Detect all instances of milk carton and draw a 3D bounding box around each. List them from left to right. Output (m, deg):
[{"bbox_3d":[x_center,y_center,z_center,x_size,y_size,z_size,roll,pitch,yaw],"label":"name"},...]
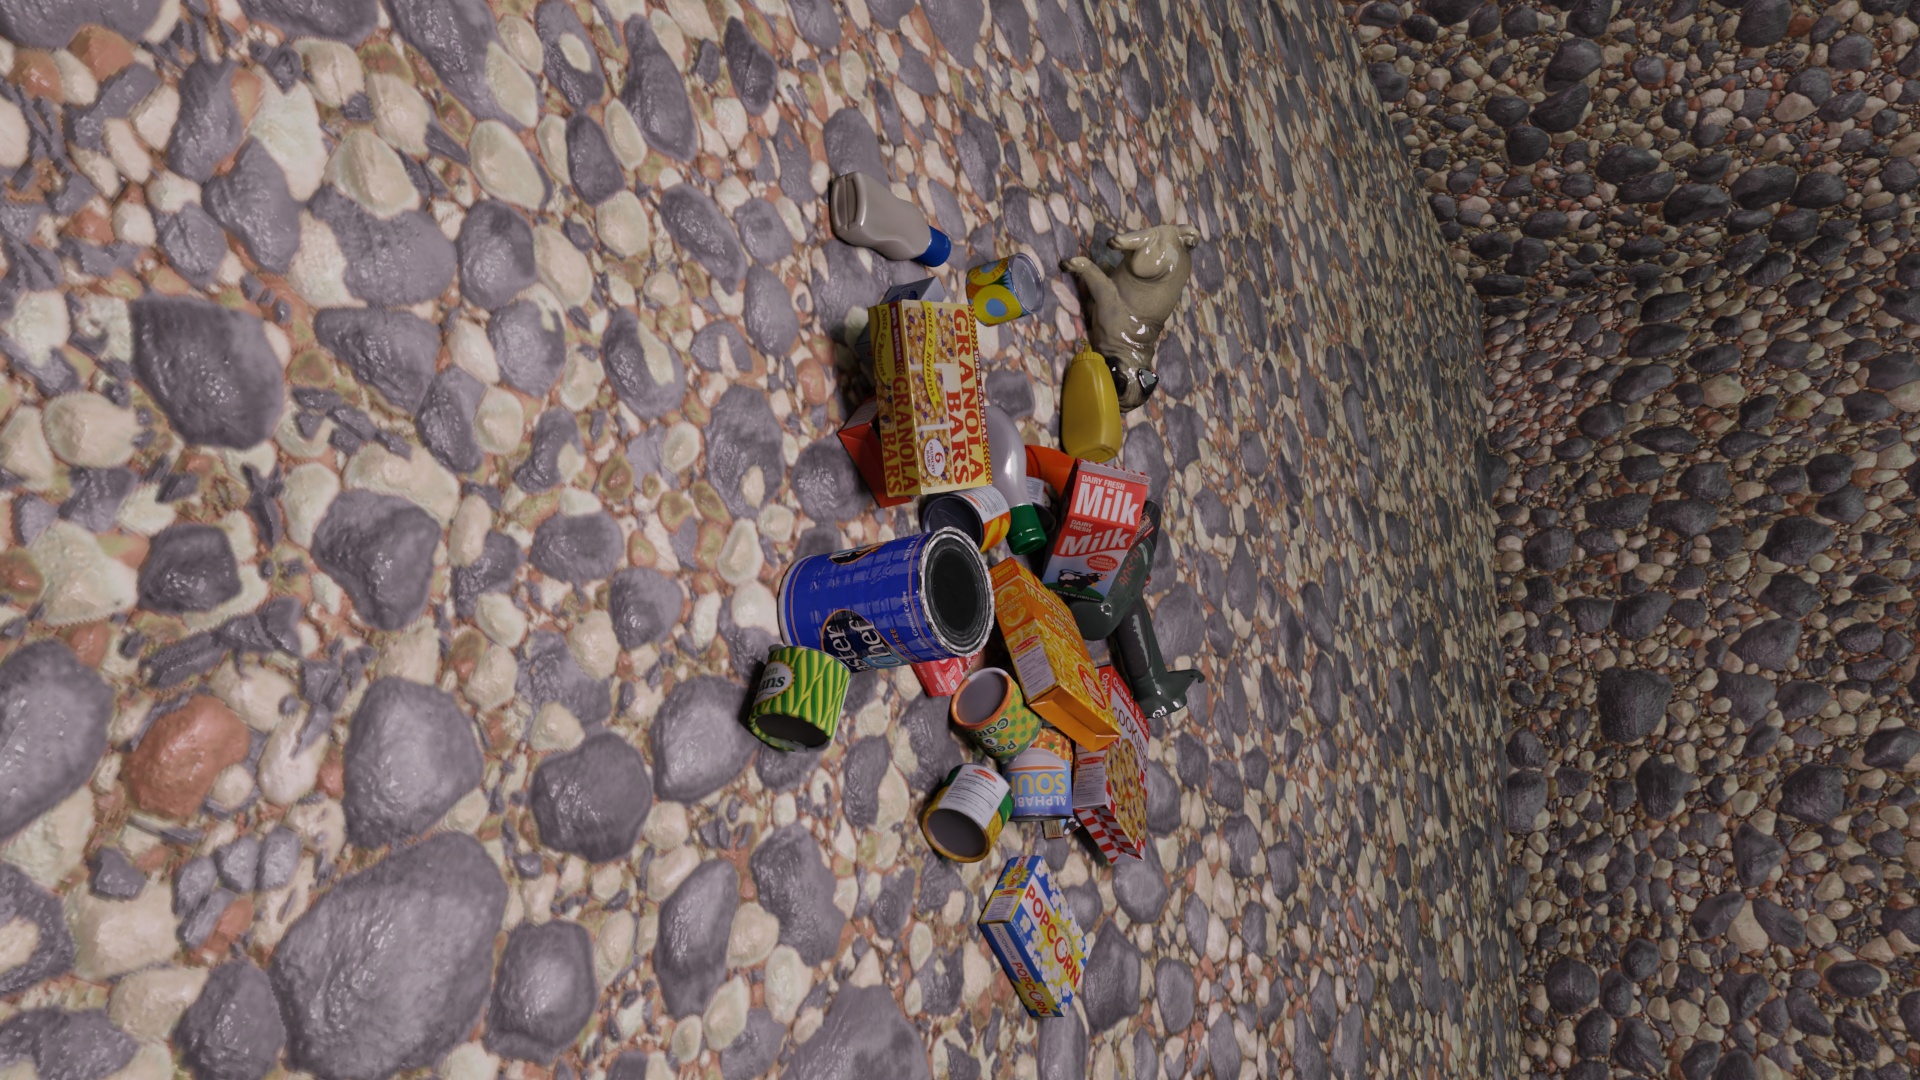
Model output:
[{"bbox_3d":[0.135,-0.018,1.398,0.189,0.072,0.074,105,-3,-57],"label":"milk carton"}]

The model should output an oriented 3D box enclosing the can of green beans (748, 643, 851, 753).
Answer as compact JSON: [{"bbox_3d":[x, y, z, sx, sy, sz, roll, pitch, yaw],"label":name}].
[{"bbox_3d":[-0.122,0.121,1.053,0.071,0.071,0.058,48,43,-39],"label":"can of green beans"}]

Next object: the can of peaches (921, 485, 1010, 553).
[{"bbox_3d":[0.005,-0.016,1.302,0.058,0.071,0.071,-28,103,-58],"label":"can of peaches"}]

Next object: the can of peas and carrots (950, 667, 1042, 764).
[{"bbox_3d":[0.032,0.162,1.281,0.058,0.071,0.071,50,41,-36],"label":"can of peas and carrots"}]

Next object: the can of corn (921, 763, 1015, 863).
[{"bbox_3d":[0.007,0.241,1.217,0.071,0.071,0.058,65,35,-20],"label":"can of corn"}]

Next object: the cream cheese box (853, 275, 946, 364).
[{"bbox_3d":[-0.055,-0.204,1.281,0.024,0.053,0.104,62,35,-32],"label":"cream cheese box"}]

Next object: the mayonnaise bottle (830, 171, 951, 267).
[{"bbox_3d":[-0.063,-0.295,1.312,0.148,0.041,0.065,13,70,-57],"label":"mayonnaise bottle"}]

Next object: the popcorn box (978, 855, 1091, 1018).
[{"bbox_3d":[0.071,0.370,1.297,0.126,0.038,0.085,63,34,-22],"label":"popcorn box"}]

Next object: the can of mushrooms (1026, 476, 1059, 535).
[{"bbox_3d":[0.066,-0.032,1.402,0.071,0.071,0.033,45,44,-41],"label":"can of mushrooms"}]

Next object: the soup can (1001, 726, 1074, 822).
[{"bbox_3d":[0.072,0.223,1.320,0.071,0.071,0.084,19,63,-54],"label":"soup can"}]

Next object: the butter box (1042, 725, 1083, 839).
[{"bbox_3d":[0.096,0.242,1.393,0.053,0.024,0.103,-11,89,-59],"label":"butter box"}]

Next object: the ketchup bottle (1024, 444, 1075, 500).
[{"bbox_3d":[0.102,-0.067,1.490,0.149,0.043,0.065,1,79,-58],"label":"ketchup bottle"}]

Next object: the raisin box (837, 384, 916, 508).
[{"bbox_3d":[-0.053,-0.100,1.261,0.086,0.040,0.124,60,35,-24],"label":"raisin box"}]

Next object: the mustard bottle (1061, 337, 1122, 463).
[{"bbox_3d":[0.148,-0.164,1.578,0.049,0.065,0.161,31,51,-45],"label":"mustard bottle"}]

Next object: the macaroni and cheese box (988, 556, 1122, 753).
[{"bbox_3d":[0.089,0.110,1.349,0.123,0.040,0.167,41,22,-44],"label":"macaroni and cheese box"}]

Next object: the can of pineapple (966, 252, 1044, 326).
[{"bbox_3d":[0.046,-0.264,1.455,0.071,0.058,0.071,26,58,-52],"label":"can of pineapple"}]

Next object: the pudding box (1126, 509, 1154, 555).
[{"bbox_3d":[0.167,-0.019,1.526,0.050,0.084,0.030,-40,127,-14],"label":"pudding box"}]

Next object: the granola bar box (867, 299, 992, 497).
[{"bbox_3d":[-0.025,-0.125,1.223,0.124,0.039,0.165,-11,96,-59],"label":"granola bar box"}]

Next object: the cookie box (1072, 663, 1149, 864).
[{"bbox_3d":[0.160,0.233,1.453,0.122,0.040,0.168,57,30,-42],"label":"cookie box"}]

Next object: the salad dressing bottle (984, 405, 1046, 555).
[{"bbox_3d":[0.042,-0.058,1.350,0.044,0.064,0.148,12,53,-55],"label":"salad dressing bottle"}]
